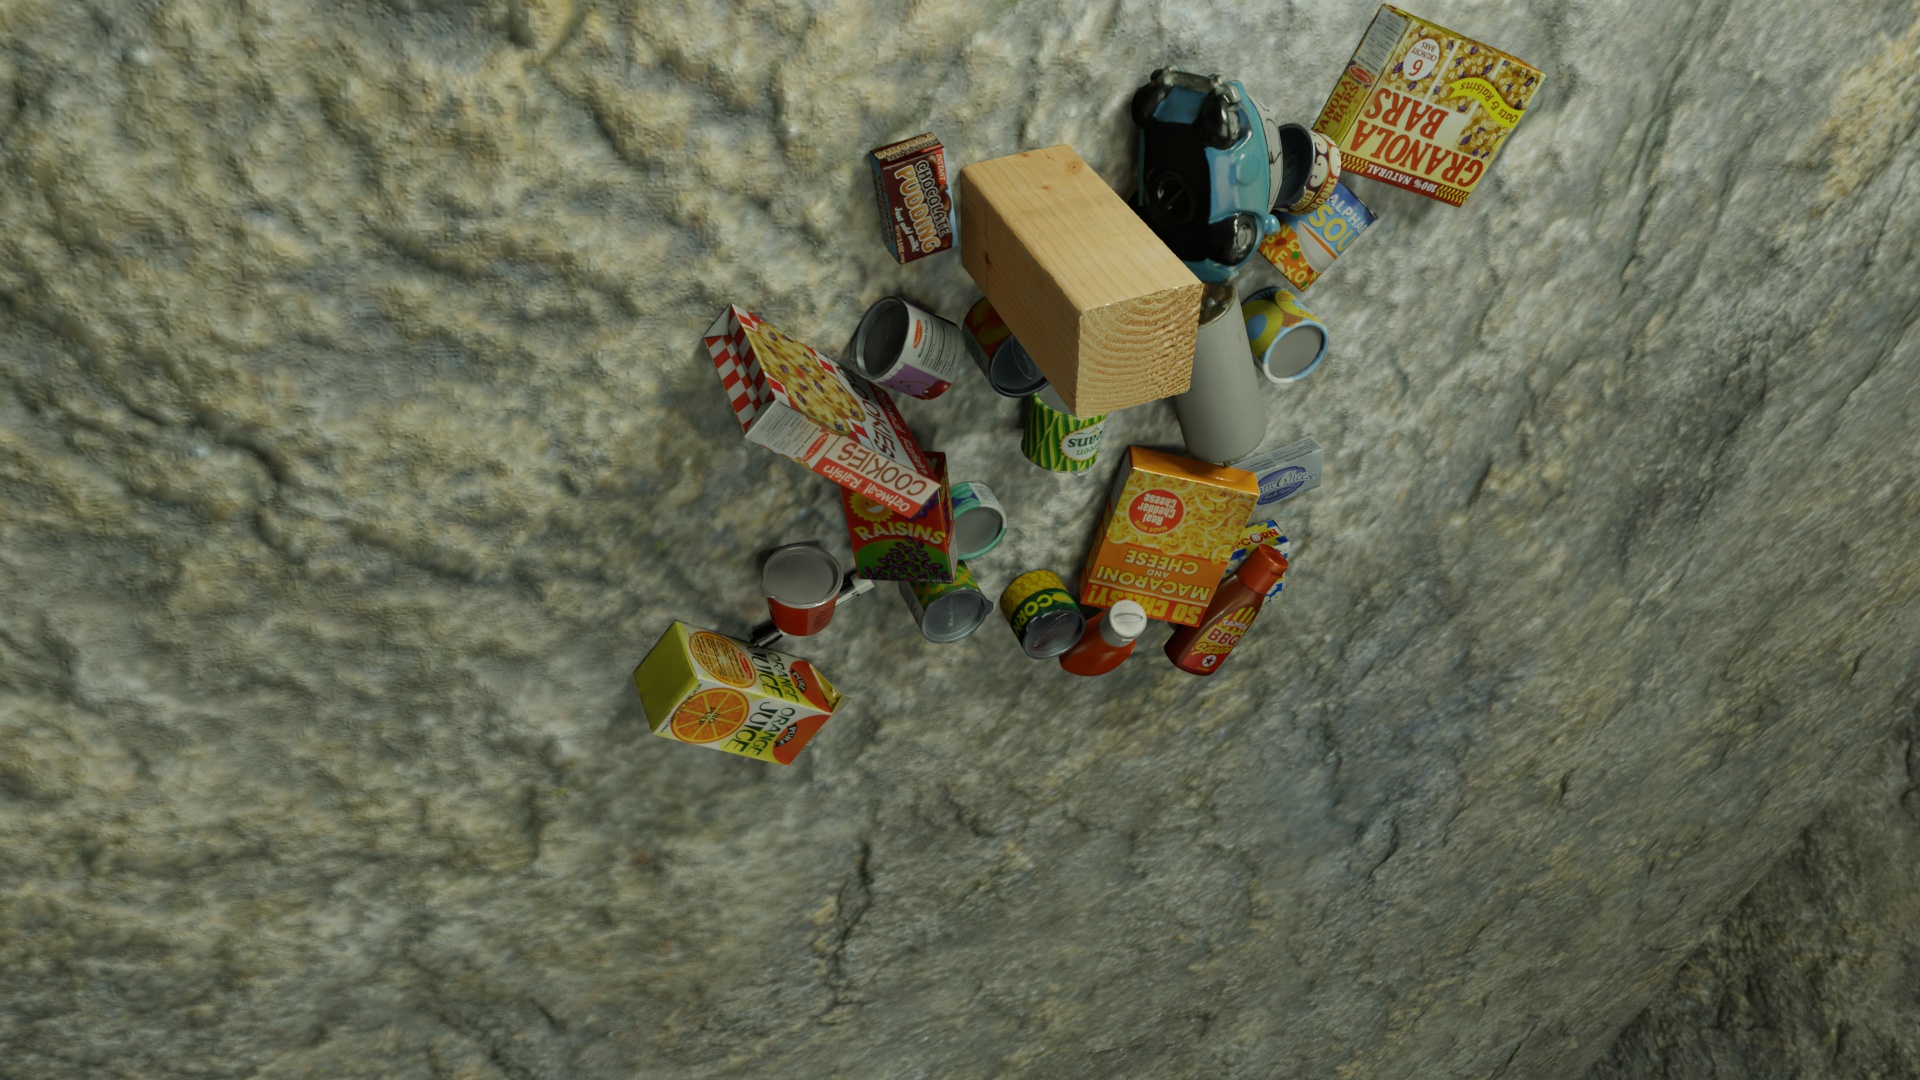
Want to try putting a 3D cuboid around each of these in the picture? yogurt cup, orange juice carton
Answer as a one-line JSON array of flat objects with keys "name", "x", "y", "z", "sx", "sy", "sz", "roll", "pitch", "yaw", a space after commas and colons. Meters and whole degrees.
[{"name": "yogurt cup", "x": -0.136, "y": 0.045, "z": 1.188, "sx": 0.072, "sy": 0.072, "sz": 0.053, "roll": -13, "pitch": 142, "yaw": -18}, {"name": "orange juice carton", "x": -0.187, "y": 0.143, "z": 1.243, "sx": 0.192, "sy": 0.073, "sz": 0.071, "roll": 23, "pitch": 116, "yaw": -42}]

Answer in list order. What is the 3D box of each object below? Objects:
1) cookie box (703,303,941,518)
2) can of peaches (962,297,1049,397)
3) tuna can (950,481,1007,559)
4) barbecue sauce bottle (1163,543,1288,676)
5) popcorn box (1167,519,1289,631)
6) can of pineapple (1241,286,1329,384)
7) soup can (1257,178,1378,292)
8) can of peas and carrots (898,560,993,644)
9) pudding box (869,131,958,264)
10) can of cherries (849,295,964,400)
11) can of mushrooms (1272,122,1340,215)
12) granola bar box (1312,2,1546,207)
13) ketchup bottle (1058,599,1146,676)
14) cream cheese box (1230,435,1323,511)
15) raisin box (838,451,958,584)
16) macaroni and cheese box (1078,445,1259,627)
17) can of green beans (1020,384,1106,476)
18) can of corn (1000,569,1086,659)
[{"name": "cookie box", "x": -0.102, "y": -0.094, "z": 1.031, "sx": 0.167, "sy": 0.123, "sz": 0.040, "roll": 26, "pitch": 115, "yaw": -42}, {"name": "can of peaches", "x": 0.043, "y": -0.157, "z": 1.101, "sx": 0.071, "sy": 0.058, "sz": 0.070, "roll": -15, "pitch": 134, "yaw": -16}, {"name": "tuna can", "x": 0.004, "y": -0.015, "z": 1.230, "sx": 0.071, "sy": 0.033, "sz": 0.070, "roll": -16, "pitch": 135, "yaw": -16}, {"name": "barbecue sauce bottle", "x": 0.269, "y": 0.069, "z": 1.389, "sx": 0.065, "sy": 0.044, "sz": 0.148, "roll": 15, "pitch": 121, "yaw": -36}, {"name": "popcorn box", "x": 0.269, "y": 0.037, "z": 1.421, "sx": 0.127, "sy": 0.038, "sz": 0.084, "roll": -17, "pitch": 134, "yaw": -14}, {"name": "can of pineapple", "x": 0.279, "y": -0.180, "z": 1.210, "sx": 0.071, "sy": 0.058, "sz": 0.070, "roll": -15, "pitch": 135, "yaw": -16}, {"name": "soup can", "x": 0.288, "y": -0.254, "z": 1.136, "sx": 0.083, "sy": 0.071, "sz": 0.071, "roll": -47, "pitch": 135, "yaw": 17}, {"name": "can of peas and carrots", "x": -0.014, "y": 0.050, "z": 1.262, "sx": 0.071, "sy": 0.059, "sz": 0.070, "roll": -16, "pitch": 136, "yaw": -16}, {"name": "pudding box", "x": -0.032, "y": -0.245, "z": 0.997, "sx": 0.050, "sy": 0.030, "sz": 0.083, "roll": -21, "pitch": 137, "yaw": -12}, {"name": "can of cherries", "x": -0.041, "y": -0.146, "z": 1.062, "sx": 0.058, "sy": 0.072, "sz": 0.071, "roll": 17, "pitch": 120, "yaw": -39}, {"name": "can of mushrooms", "x": 0.263, "y": -0.289, "z": 1.091, "sx": 0.033, "sy": 0.071, "sz": 0.070, "roll": 7, "pitch": 125, "yaw": -36}, {"name": "granola bar box", "x": 0.376, "y": -0.347, "z": 1.122, "sx": 0.166, "sy": 0.039, "sz": 0.123, "roll": 5, "pitch": 127, "yaw": -32}, {"name": "ketchup bottle", "x": 0.142, "y": 0.096, "z": 1.352, "sx": 0.065, "sy": 0.043, "sz": 0.148, "roll": 1, "pitch": 161, "yaw": -11}, {"name": "cream cheese box", "x": 0.304, "y": -0.061, "z": 1.360, "sx": 0.104, "sy": 0.024, "sz": 0.053, "roll": -21, "pitch": 135, "yaw": -11}, {"name": "raisin box", "x": -0.051, "y": -0.019, "z": 1.166, "sx": 0.086, "sy": 0.040, "sz": 0.122, "roll": 4, "pitch": 136, "yaw": 10}, {"name": "macaroni and cheese box", "x": 0.194, "y": -0.002, "z": 1.312, "sx": 0.124, "sy": 0.040, "sz": 0.165, "roll": 12, "pitch": 127, "yaw": -7}, {"name": "can of green beans", "x": 0.088, "y": -0.099, "z": 1.174, "sx": 0.071, "sy": 0.071, "sz": 0.057, "roll": -9, "pitch": 133, "yaw": -22}, {"name": "can of corn", "x": 0.077, "y": 0.070, "z": 1.331, "sx": 0.071, "sy": 0.058, "sz": 0.070, "roll": -15, "pitch": 135, "yaw": -16}]
